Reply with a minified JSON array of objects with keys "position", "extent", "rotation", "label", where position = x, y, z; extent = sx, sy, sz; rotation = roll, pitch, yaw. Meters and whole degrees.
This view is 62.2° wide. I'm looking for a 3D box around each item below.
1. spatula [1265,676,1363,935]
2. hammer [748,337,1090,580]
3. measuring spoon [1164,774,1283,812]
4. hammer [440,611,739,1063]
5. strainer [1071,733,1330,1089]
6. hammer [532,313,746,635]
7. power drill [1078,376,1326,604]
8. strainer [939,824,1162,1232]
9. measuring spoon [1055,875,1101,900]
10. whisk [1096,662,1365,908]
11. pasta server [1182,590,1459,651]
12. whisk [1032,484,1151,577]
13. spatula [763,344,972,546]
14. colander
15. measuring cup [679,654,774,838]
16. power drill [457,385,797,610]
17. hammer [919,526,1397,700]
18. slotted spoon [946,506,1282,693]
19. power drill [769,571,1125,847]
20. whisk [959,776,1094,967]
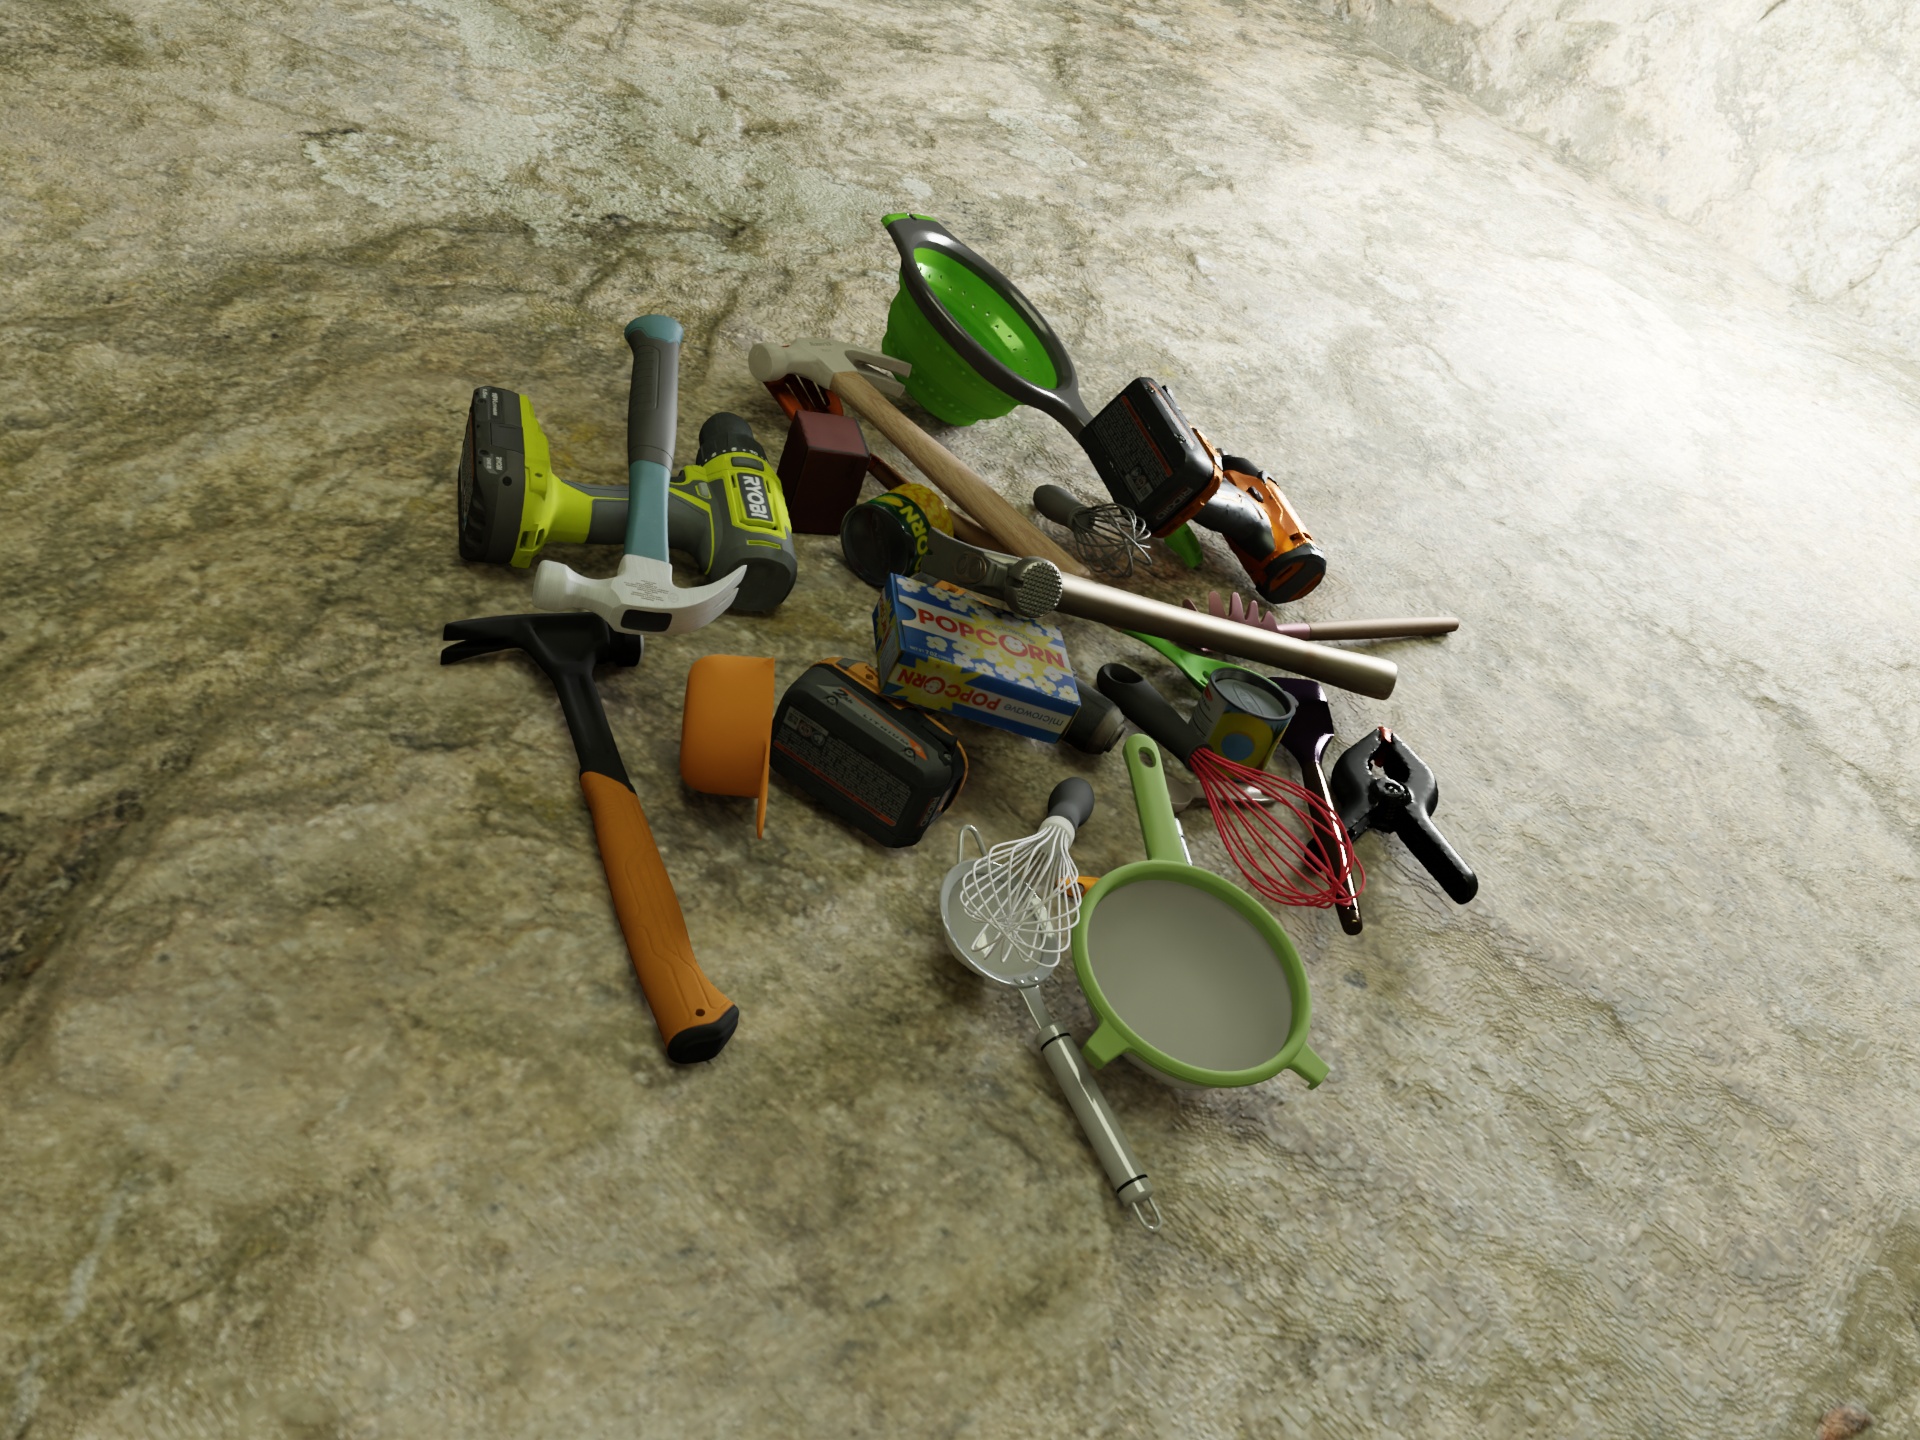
[{"position":[0.253,0.049,1.140],"extent":[0.060,0.018,0.316],"rotation":[4,32,0],"label":"spatula"},{"position":[-0.020,-0.205,1.253],"extent":[0.130,0.031,0.331],"rotation":[-19,54,-46],"label":"hammer"},{"position":[0.181,0.056,1.135],"extent":[0.124,0.018,0.034],"rotation":[3,34,-32],"label":"measuring spoon"},{"position":[-0.208,0.056,0.931],"extent":[0.127,0.034,0.337],"rotation":[-4,46,-30],"label":"hammer"},{"position":[0.121,0.123,0.975],"extent":[0.151,0.069,0.257],"rotation":[9,46,-17],"label":"strainer"},{"position":[-0.212,-0.177,1.078],"extent":[0.128,0.033,0.331],"rotation":[12,42,-20],"label":"hammer"},{"position":[0.201,-0.196,1.320],"extent":[0.226,0.084,0.164],"rotation":[21,36,-45],"label":"power drill"},{"position":[0.047,0.176,0.913],"extent":[0.086,0.050,0.259],"rotation":[1,48,-42],"label":"strainer"},{"position":[0.117,0.118,1.018],"extent":[0.117,0.011,0.021],"rotation":[11,47,11],"label":"measuring spoon"},{"position":[0.174,0.035,1.090],"extent":[0.073,0.073,0.296],"rotation":[-4,32,-29],"label":"whisk"},{"position":[0.304,-0.082,1.326],"extent":[0.316,0.060,0.040],"rotation":[-4,75,-33],"label":"pasta server"},{"position":[0.097,-0.156,1.249],"extent":[0.055,0.055,0.239],"rotation":[9,15,-16],"label":"whisk"},{"position":[-0.048,-0.197,1.287],"extent":[0.323,0.041,0.081],"rotation":[43,41,21],"label":"spatula"},{"position":[0.052,-0.264,1.383],"extent":[0.397,0.094,0.204],"rotation":[49,28,4],"label":"colander"},{"position":[-0.140,0.021,0.941],"extent":[0.052,0.095,0.174],"rotation":[6,25,-10],"label":"measuring cup"},{"position":[-0.236,-0.170,1.141],"extent":[0.228,0.080,0.191],"rotation":[6,43,-24],"label":"power drill"},{"position":[0.164,-0.070,1.165],"extent":[0.410,0.038,0.146],"rotation":[12,9,-34],"label":"hammer"},{"position":[0.106,-0.088,1.229],"extent":[0.314,0.031,0.070],"rotation":[31,26,5],"label":"slotted spoon"},{"position":[-0.002,-0.003,1.065],"extent":[0.185,0.084,0.226],"rotation":[34,36,10],"label":"power drill"},{"position":[0.053,0.080,0.958],"extent":[0.070,0.070,0.284],"rotation":[27,17,5],"label":"whisk"}]
